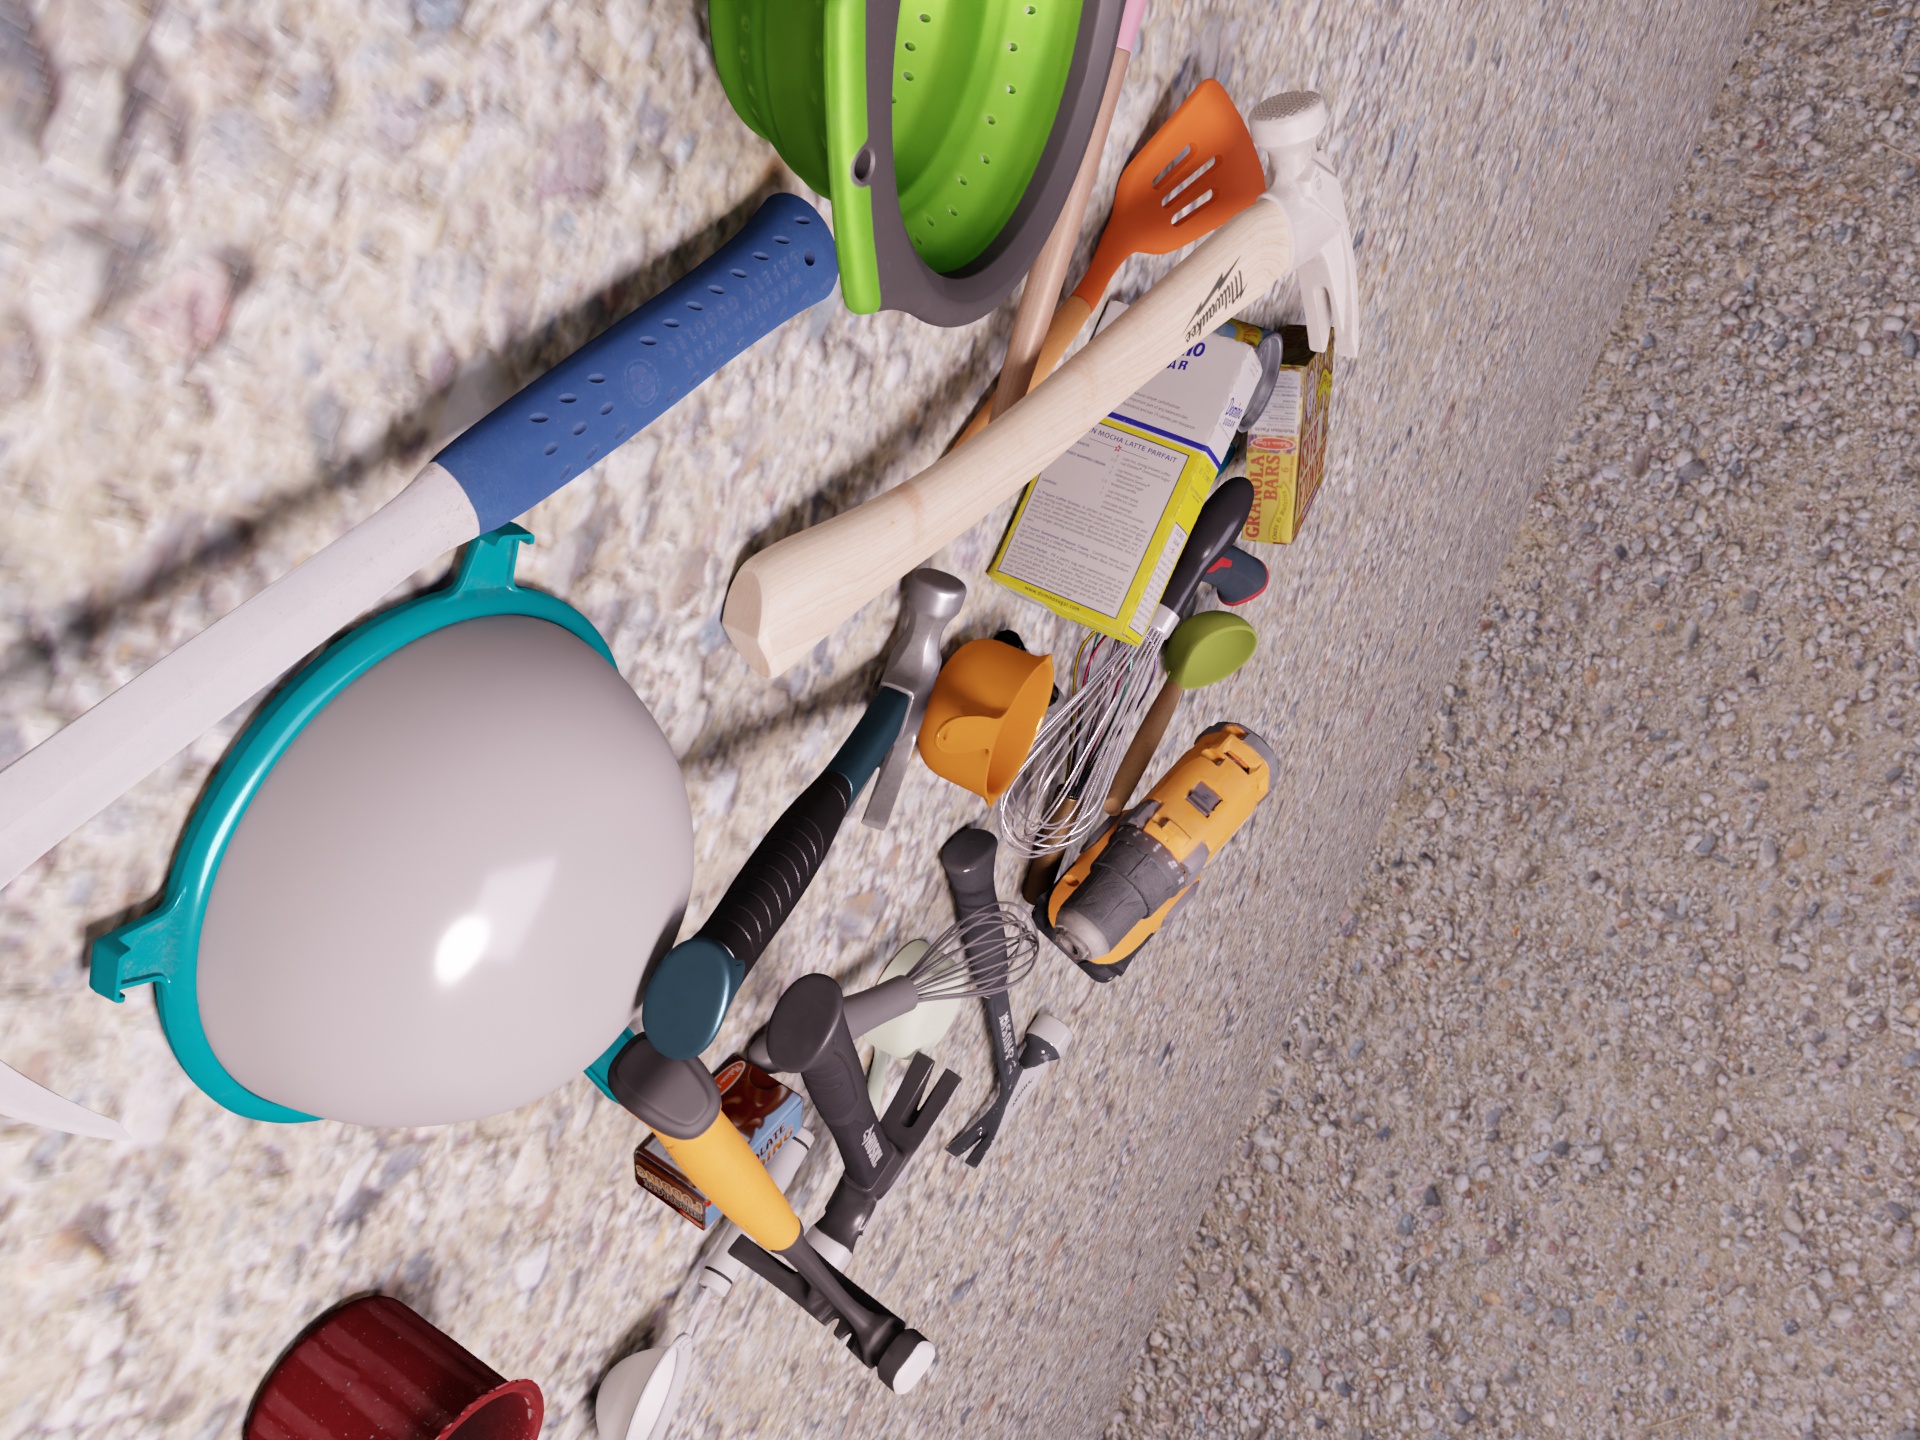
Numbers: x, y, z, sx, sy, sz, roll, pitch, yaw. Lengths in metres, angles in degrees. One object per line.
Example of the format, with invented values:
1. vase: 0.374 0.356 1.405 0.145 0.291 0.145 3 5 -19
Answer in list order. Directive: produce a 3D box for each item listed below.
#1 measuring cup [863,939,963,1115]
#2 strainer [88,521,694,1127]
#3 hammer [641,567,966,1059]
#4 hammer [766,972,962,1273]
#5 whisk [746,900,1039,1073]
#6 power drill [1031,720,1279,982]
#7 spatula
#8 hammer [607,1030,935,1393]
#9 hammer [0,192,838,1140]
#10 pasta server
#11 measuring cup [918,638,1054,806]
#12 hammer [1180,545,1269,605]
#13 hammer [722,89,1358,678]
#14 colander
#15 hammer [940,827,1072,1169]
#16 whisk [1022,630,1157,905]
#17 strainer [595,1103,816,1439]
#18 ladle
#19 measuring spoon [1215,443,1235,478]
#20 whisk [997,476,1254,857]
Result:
1. measuring cup: -0.038 0.227 1.062 0.083 0.038 0.167 -24 132 -57
2. strainer: -0.151 0.099 0.614 0.211 0.095 0.340 -55 154 -23
3. hammer: -0.062 0.040 0.710 0.331 0.033 0.128 -59 169 -63
4. hammer: -0.059 0.209 0.874 0.146 0.035 0.334 -54 161 -23
5. whisk: -0.035 0.163 0.965 0.239 0.055 0.055 -17 129 -44
6. power drill: 0.114 0.109 1.075 0.185 0.084 0.226 -45 171 -23
7. spatula: 0.056 -0.201 0.833 0.323 0.041 0.080 -55 132 -19
8. hammer: -0.094 0.219 0.723 0.034 0.127 0.336 -48 150 -21
9. hammer: -0.158 -0.055 0.478 0.406 0.035 0.144 -50 127 -40
10. pasta server: 0.058 -0.290 0.748 0.060 0.040 0.316 -19 130 -60
11. measuring cup: -0.001 -0.003 0.876 0.095 0.052 0.173 -69 162 8
12. hammer: 0.172 -0.133 1.134 0.143 0.038 0.386 -58 161 13
13. hammer: 0.055 -0.146 0.773 0.411 0.038 0.146 -41 130 -23
14. colander: 0.016 -0.298 0.590 0.397 0.094 0.204 -56 157 -38
15. hammer: 0.022 0.203 1.178 0.149 0.036 0.408 -52 154 -26
16. whisk: 0.081 0.032 1.135 0.047 0.051 0.244 -10 129 -38
17. strainer: -0.150 0.336 0.931 0.258 0.050 0.086 -58 163 -30
18. ladle: 0.156 -0.003 1.148 0.078 0.062 0.320 -44 -176 31
19. measuring spoon: 0.146 -0.176 1.091 0.128 0.021 0.042 -17 149 -50
20. whisk: 0.108 -0.037 1.009 0.284 0.070 0.070 -58 157 -7
